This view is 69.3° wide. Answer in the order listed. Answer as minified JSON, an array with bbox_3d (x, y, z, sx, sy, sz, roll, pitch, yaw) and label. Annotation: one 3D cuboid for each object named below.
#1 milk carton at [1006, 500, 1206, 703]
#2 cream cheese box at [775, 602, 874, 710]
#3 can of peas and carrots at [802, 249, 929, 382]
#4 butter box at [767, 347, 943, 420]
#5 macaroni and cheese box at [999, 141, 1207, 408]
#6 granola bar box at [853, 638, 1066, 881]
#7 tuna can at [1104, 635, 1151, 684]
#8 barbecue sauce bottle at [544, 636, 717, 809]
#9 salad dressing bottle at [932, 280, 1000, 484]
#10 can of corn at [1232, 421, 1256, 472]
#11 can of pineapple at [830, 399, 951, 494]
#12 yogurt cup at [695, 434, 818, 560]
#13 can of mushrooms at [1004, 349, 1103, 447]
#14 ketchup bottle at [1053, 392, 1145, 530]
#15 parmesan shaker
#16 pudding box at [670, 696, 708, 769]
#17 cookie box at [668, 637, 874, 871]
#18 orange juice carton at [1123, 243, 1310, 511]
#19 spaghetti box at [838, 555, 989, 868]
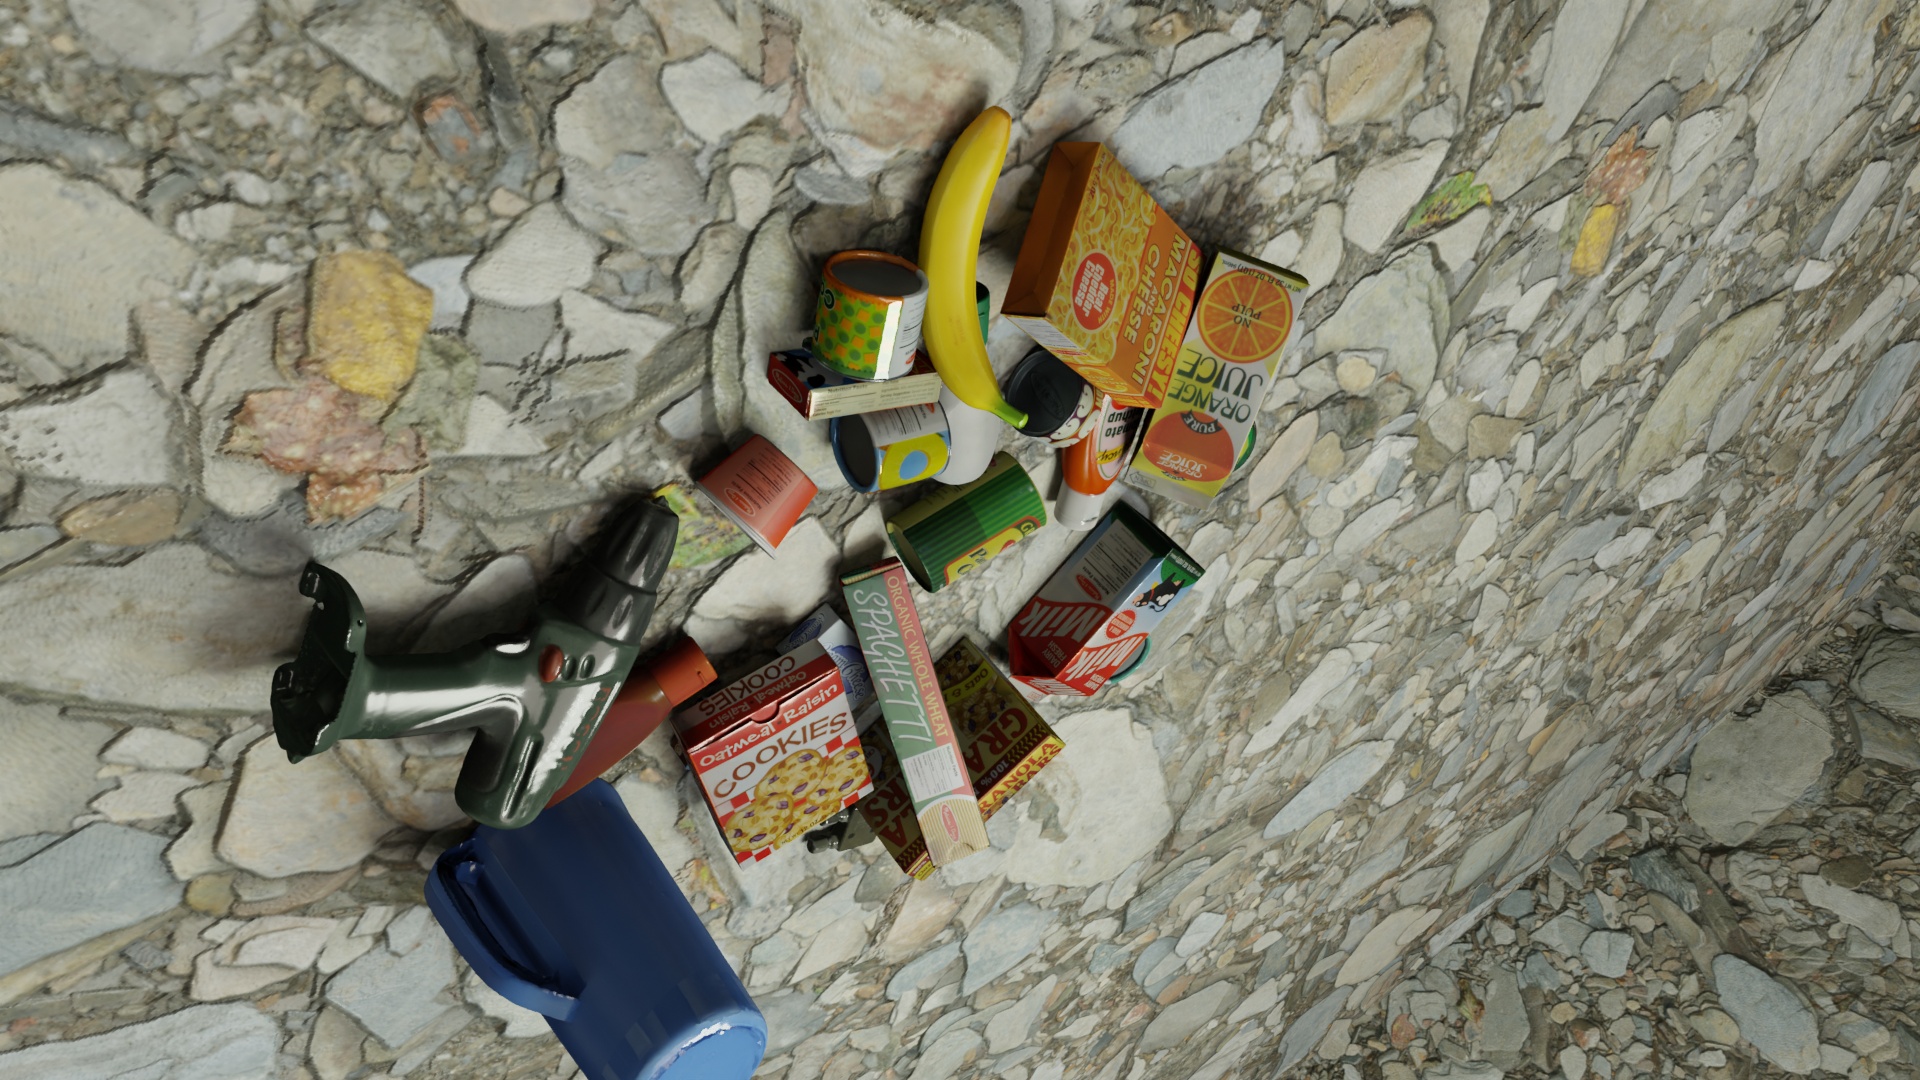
[{"bbox_3d":[0.114,0.066,1.208,0.190,0.073,0.072,-48,143,8],"label":"milk carton"},{"bbox_3d":[-0.097,0.093,1.084,0.053,0.024,0.103,-42,143,-4],"label":"cream cheese box"},{"bbox_3d":[-0.059,-0.140,0.859,0.071,0.071,0.058,-13,133,-33],"label":"can of peas and carrots"},{"bbox_3d":[-0.067,-0.105,0.895,0.104,0.053,0.024,-13,131,-35],"label":"butter box"},{"bbox_3d":[0.102,-0.177,0.951,0.166,0.040,0.124,28,78,-52],"label":"macaroni and cheese box"},{"bbox_3d":[-0.013,0.182,1.162,0.165,0.124,0.039,-44,145,1],"label":"granola bar box"},{"bbox_3d":[0.147,0.100,1.304,0.071,0.033,0.070,-24,139,-23],"label":"tuna can"},{"bbox_3d":[-0.241,0.122,0.964,0.149,0.044,0.064,-33,132,-14],"label":"barbecue sauce bottle"},{"bbox_3d":[-0.001,-0.109,0.960,0.064,0.044,0.146,-21,136,-26],"label":"salad dressing bottle"},{"bbox_3d":[0.199,-0.089,1.139,0.058,0.071,0.071,20,111,-49],"label":"can of corn"},{"bbox_3d":[-0.048,-0.068,0.938,0.058,0.071,0.070,-17,136,-30],"label":"can of pineapple"},{"bbox_3d":[-0.130,-0.032,0.901,0.054,0.072,0.072,-48,144,-7],"label":"yogurt cup"},{"bbox_3d":[0.070,-0.104,1.008,0.071,0.071,0.033,-52,142,12],"label":"can of mushrooms"},{"bbox_3d":[0.107,-0.076,1.089,0.065,0.043,0.148,-20,138,-37],"label":"ketchup bottle"},{"bbox_3d":[0.004,-0.013,1.040,0.103,0.071,0.071,-32,142,-14],"label":"parmesan shaker"},{"bbox_3d":[-0.173,0.149,1.064,0.084,0.030,0.049,13,117,-48],"label":"pudding box"},{"bbox_3d":[-0.138,0.164,1.050,0.123,0.040,0.166,-29,140,-18],"label":"cookie box"},{"bbox_3d":[0.191,-0.120,1.051,0.073,0.072,0.192,-64,175,-73],"label":"orange juice carton"},{"bbox_3d":[-0.035,0.133,1.068,0.050,0.029,0.249,-19,106,-8],"label":"spaghetti box"}]
